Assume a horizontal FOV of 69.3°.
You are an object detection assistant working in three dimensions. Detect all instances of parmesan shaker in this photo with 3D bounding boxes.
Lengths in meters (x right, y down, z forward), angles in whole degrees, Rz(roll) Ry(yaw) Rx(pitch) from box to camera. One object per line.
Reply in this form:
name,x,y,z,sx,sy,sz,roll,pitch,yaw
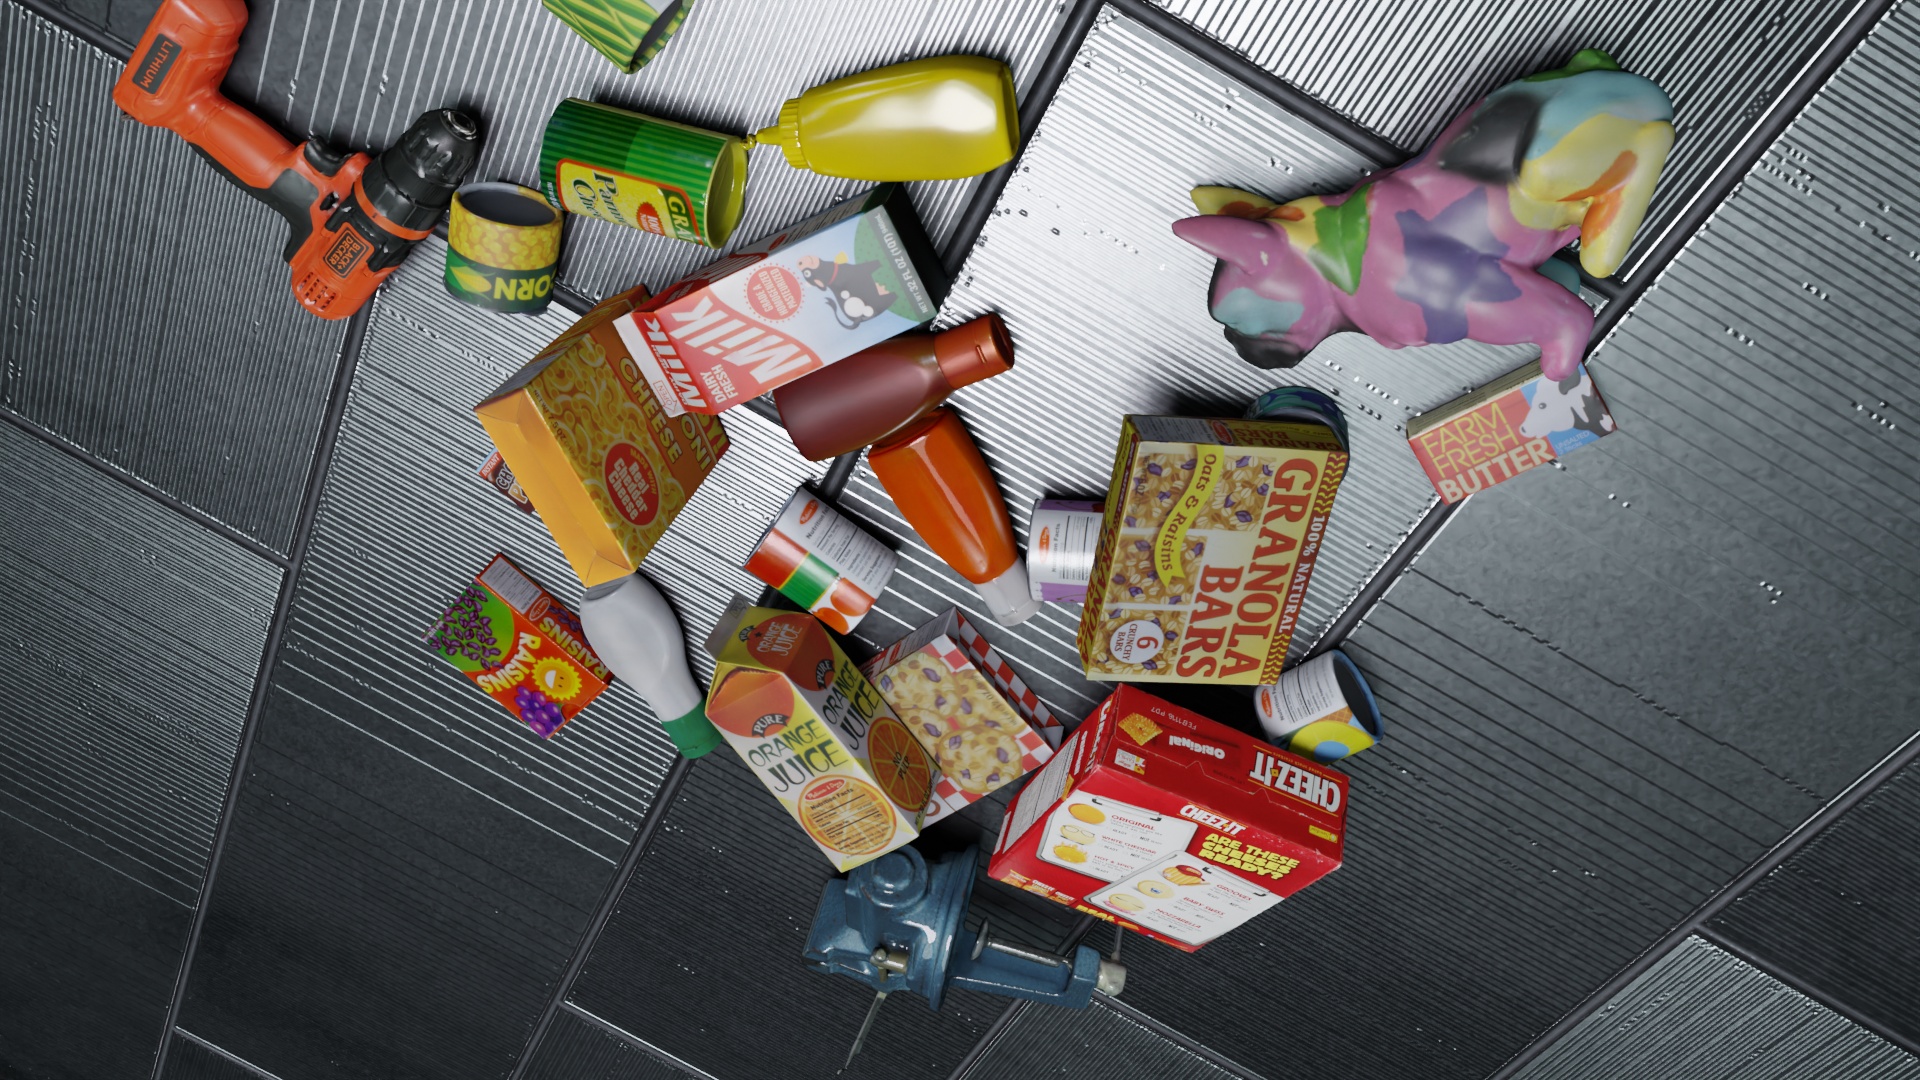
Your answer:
parmesan shaker,-0.185,-0.214,0.815,0.103,0.072,0.071,15,122,6

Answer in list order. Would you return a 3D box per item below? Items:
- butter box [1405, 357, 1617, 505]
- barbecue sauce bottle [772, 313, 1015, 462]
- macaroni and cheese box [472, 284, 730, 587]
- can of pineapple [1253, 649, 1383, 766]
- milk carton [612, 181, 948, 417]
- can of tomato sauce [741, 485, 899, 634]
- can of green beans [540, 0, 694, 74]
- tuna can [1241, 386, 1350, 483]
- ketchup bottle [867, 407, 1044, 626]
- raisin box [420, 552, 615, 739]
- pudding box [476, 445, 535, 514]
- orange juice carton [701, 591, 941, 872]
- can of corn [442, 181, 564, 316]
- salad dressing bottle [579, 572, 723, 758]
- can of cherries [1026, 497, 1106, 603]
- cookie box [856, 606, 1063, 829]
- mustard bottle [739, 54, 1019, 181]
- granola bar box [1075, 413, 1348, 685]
butter box,0.316,-0.066,0.802,0.103,0.024,0.053,-28,109,26
barbecue sauce bottle,-0.040,-0.099,0.858,0.148,0.044,0.064,-18,107,22
macaroni and cheese box,-0.209,-0.068,0.844,0.040,0.167,0.123,-16,115,22
can of pineapple,0.234,0.112,0.902,0.057,0.071,0.071,-32,108,27
milk carton,-0.109,-0.137,0.821,0.190,0.074,0.072,-21,113,15
can of tomato sauce,-0.093,0.014,0.925,0.083,0.071,0.071,35,122,-9
can of green beans,-0.186,-0.300,0.763,0.058,0.071,0.071,39,121,-11
tuna can,0.196,-0.057,0.831,0.071,0.033,0.070,6,121,10
ketchup bottle,0.003,-0.011,0.899,0.064,0.044,0.148,-22,112,27
raisin box,-0.325,0.080,1.036,0.123,0.040,0.086,43,119,-13
pudding box,-0.286,-0.063,0.947,0.049,0.030,0.083,43,120,-11
orange juice carton,-0.102,0.124,0.938,0.073,0.072,0.192,-30,108,25
can of corn,-0.279,-0.180,0.855,0.071,0.071,0.058,21,122,1
salad dressing bottle,-0.222,0.093,1.016,0.064,0.044,0.147,-16,116,20
can of cherries,0.076,0.007,0.881,0.058,0.072,0.071,2,120,12
cookie box,-0.030,0.137,0.996,0.167,0.040,0.123,-34,107,27
mustard bottle,-0.049,-0.233,0.779,0.160,0.049,0.065,0,120,15
granola bar box,0.144,0.008,0.817,0.124,0.039,0.164,3,122,-10
